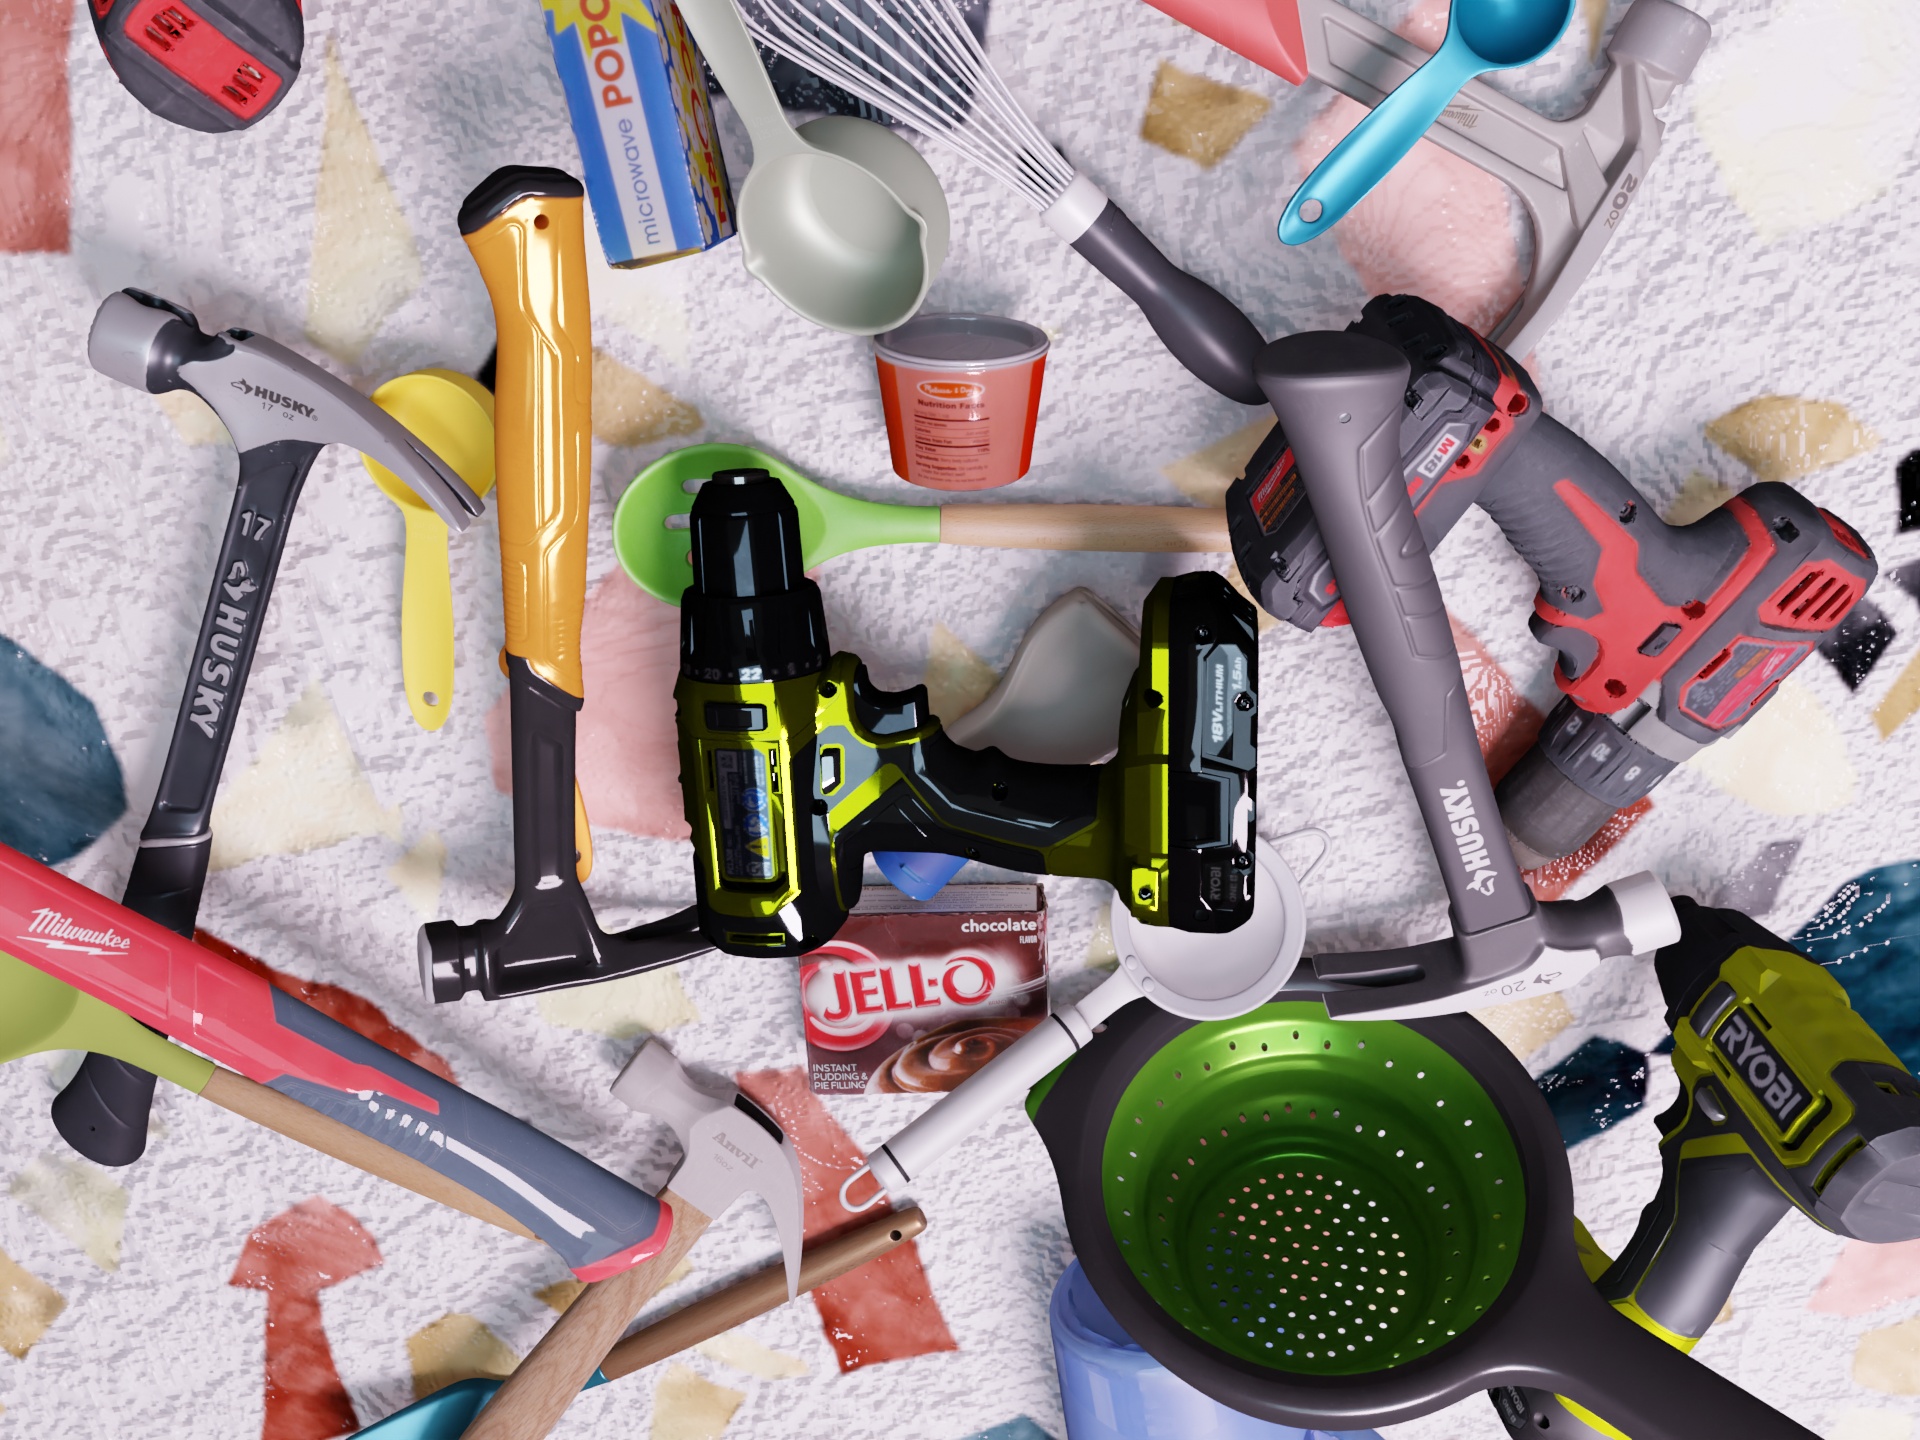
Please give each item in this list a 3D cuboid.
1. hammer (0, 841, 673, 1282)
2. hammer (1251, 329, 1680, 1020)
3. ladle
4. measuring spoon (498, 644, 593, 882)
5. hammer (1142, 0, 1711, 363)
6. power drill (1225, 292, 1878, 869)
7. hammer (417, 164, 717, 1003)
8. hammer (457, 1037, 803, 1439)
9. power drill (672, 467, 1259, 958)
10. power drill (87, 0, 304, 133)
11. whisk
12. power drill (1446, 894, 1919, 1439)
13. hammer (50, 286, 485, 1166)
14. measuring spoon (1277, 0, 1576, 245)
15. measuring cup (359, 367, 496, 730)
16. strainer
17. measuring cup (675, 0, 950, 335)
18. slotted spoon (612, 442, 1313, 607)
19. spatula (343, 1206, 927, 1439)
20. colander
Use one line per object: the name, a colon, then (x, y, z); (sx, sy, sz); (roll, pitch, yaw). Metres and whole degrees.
hammer: (-0.276, 0.115, 0.654); (0.386, 0.038, 0.143); (36, 70, -21)
hammer: (0.168, 0.000, 0.587); (0.146, 0.035, 0.334); (-20, 129, 13)
ladle: (-0.311, 0.177, 0.704); (0.320, 0.062, 0.078); (35, 99, -25)
measuring spoon: (-0.181, 0.021, 0.698); (0.021, 0.011, 0.116); (-8, 110, 4)
hammer: (0.084, -0.262, 0.579); (0.359, 0.037, 0.149); (24, 109, -9)
power drill: (0.215, -0.042, 0.625); (0.226, 0.080, 0.187); (24, 121, -18)
hammer: (-0.154, -0.039, 0.620); (0.127, 0.034, 0.336); (-7, 119, -23)
hammer: (-0.193, 0.315, 0.764); (0.130, 0.031, 0.331); (37, 98, -5)
power drill: (-0.001, -0.002, 0.616); (0.228, 0.080, 0.190); (1, 106, 10)
power drill: (-0.203, -0.306, 0.519); (0.219, 0.143, 0.078); (-40, 142, 13)
whisk: (0.018, -0.212, 0.588); (0.284, 0.070, 0.070); (38, 106, -18)
power drill: (0.303, 0.198, 0.685); (0.080, 0.171, 0.223); (16, 117, -17)
hammer: (-0.324, 0.035, 0.677); (0.149, 0.036, 0.408); (22, 114, -7)
measuring spoon: (0.161, -0.222, 0.570); (0.042, 0.021, 0.128); (39, 115, -16)
measuring cup: (-0.216, -0.070, 0.660); (0.062, 0.029, 0.156); (10, 116, 0)
strainer: (0.053, 0.126, 0.685); (0.258, 0.050, 0.087); (-35, 88, -13)
measuring cup: (-0.059, -0.216, 0.559); (0.083, 0.038, 0.167); (-3, 133, 34)
slotted spoon: (0.017, -0.078, 0.653); (0.313, 0.031, 0.070); (1, 111, -2)
spatula: (-0.156, 0.319, 0.791); (0.317, 0.044, 0.082); (-29, 99, 9)
colander: (0.208, 0.242, 0.633); (0.397, 0.204, 0.094); (28, 147, 33)
